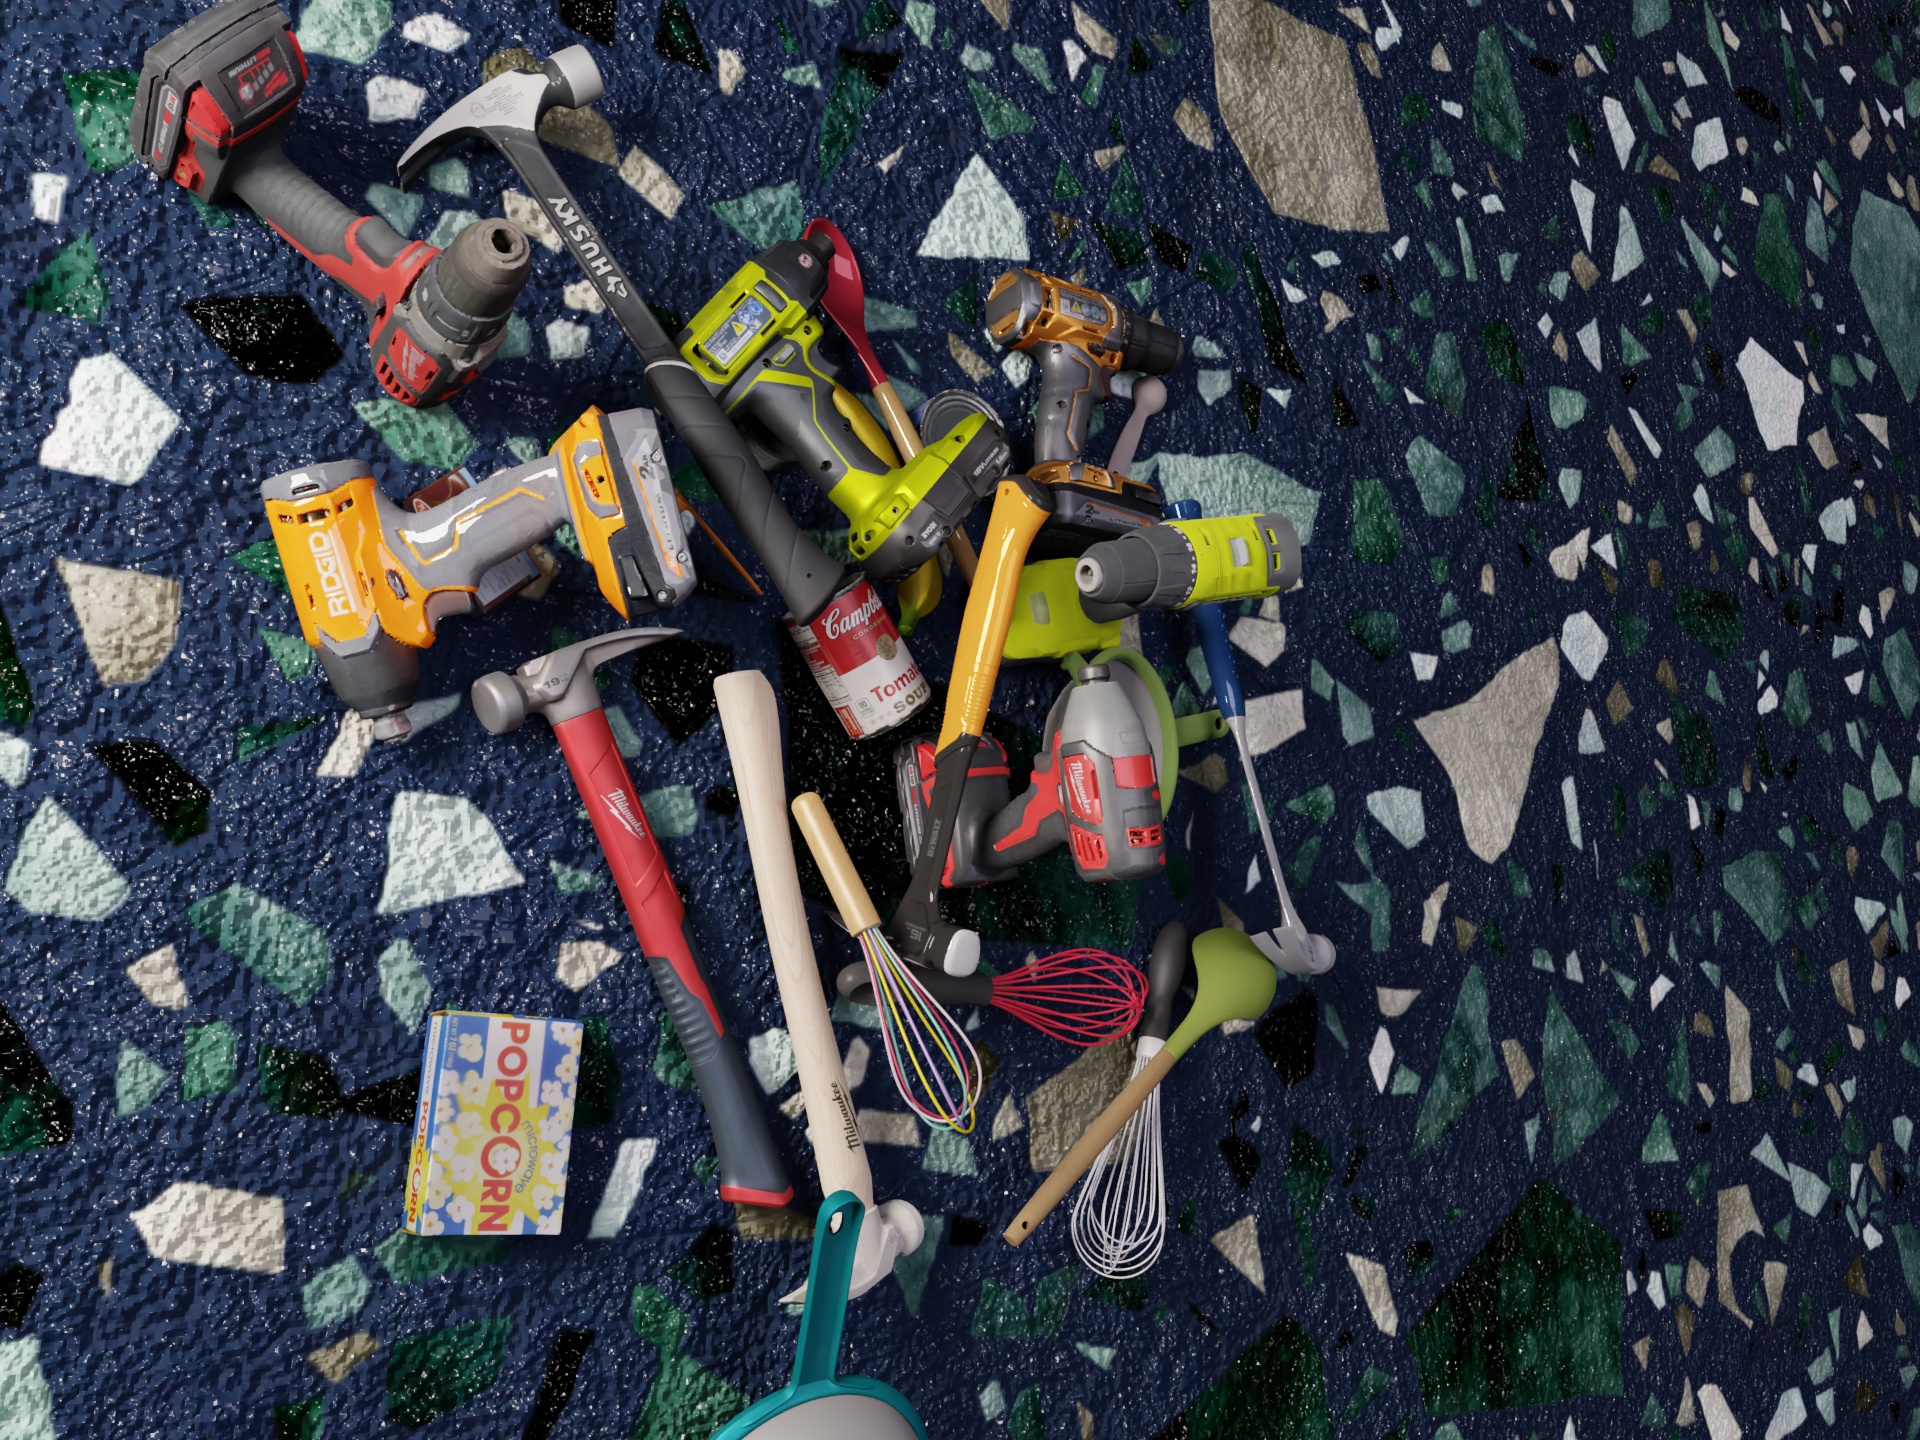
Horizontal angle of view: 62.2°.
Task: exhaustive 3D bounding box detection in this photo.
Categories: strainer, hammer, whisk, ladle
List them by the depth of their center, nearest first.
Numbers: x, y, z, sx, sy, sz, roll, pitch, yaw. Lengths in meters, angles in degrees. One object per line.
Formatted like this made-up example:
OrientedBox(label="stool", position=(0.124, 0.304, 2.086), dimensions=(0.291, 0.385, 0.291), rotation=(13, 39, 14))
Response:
OrientedBox(label="strainer", position=(-0.074, 0.451, 0.940), dimensions=(0.211, 0.095, 0.340), rotation=(0, 105, -36))
OrientedBox(label="hammer", position=(-0.199, -0.235, 1.004), dimensions=(0.149, 0.036, 0.409), rotation=(-32, 84, -17))
OrientedBox(label="hammer", position=(-0.179, 0.131, 1.033), dimensions=(0.143, 0.038, 0.386), rotation=(-25, 96, -39))
OrientedBox(label="whisk", position=(-0.051, 0.157, 1.038), dimensions=(0.047, 0.051, 0.245), rotation=(-14, 70, -41))
OrientedBox(label="hammer", position=(-0.111, 0.169, 1.049), dimensions=(0.146, 0.038, 0.411), rotation=(-1, 77, -67))
OrientedBox(label="hammer", position=(-0.002, -0.003, 1.083), dimensions=(0.034, 0.127, 0.337), rotation=(16, 87, -44))
OrientedBox(label="whisk", position=(0.030, 0.195, 1.146), dimensions=(0.295, 0.073, 0.073), rotation=(12, 74, -40))
OrientedBox(label="ladle", position=(-0.046, -0.224, 1.173), dimensions=(0.069, 0.031, 0.315), rotation=(-19, 82, -57))
OrientedBox(label="ladle", position=(0.134, 0.271, 1.191), dimensions=(0.078, 0.062, 0.320), rotation=(47, 61, 1))
OrientedBox(label="whisk", position=(0.141, 0.287, 1.235), dimensions=(0.070, 0.070, 0.285), rotation=(31, 59, -29))
OrientedBox(label="strainer", position=(0.136, 0.015, 1.284), dimensions=(0.256, 0.069, 0.151), rotation=(-10, 93, -55))
OrientedBox(label="hammer", position=(0.228, 0.008, 1.308), dimensions=(0.144, 0.035, 0.406), rotation=(21, 54, -64))

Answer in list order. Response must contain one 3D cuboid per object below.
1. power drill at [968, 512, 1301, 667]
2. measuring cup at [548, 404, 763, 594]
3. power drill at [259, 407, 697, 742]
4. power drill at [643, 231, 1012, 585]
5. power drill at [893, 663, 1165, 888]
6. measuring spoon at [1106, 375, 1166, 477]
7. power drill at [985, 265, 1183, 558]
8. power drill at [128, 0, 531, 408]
OrientedBox(label="power drill", position=(0.109, -0.097, 1.170), dimensions=(0.190, 0.228, 0.080), rotation=(-10, 88, -37))
OrientedBox(label="measuring cup", position=(-0.200, -0.127, 1.046), dimensions=(0.052, 0.095, 0.173), rotation=(-41, 124, 0))
OrientedBox(label="power drill", position=(-0.273, -0.087, 0.933), dimensions=(0.226, 0.084, 0.164), rotation=(-14, 98, -7))
OrientedBox(label="power drill", position=(-0.081, -0.217, 1.093), dimensions=(0.223, 0.080, 0.171), rotation=(42, 68, -11))
OrientedBox(label="power drill", position=(0.049, 0.045, 1.104), dimensions=(0.078, 0.220, 0.143), rotation=(-5, 84, -37))
OrientedBox(label="measuring spoon", position=(0.151, -0.247, 1.362), dimensions=(0.034, 0.018, 0.124), rotation=(37, 63, -26))
OrientedBox(label="power drill", position=(0.113, -0.245, 1.296), dimensions=(0.185, 0.084, 0.226), rotation=(6, 73, -34))
OrientedBox(label="power drill", position=(-0.345, -0.292, 0.900), dimensions=(0.226, 0.188, 0.080), rotation=(47, 59, -16))
